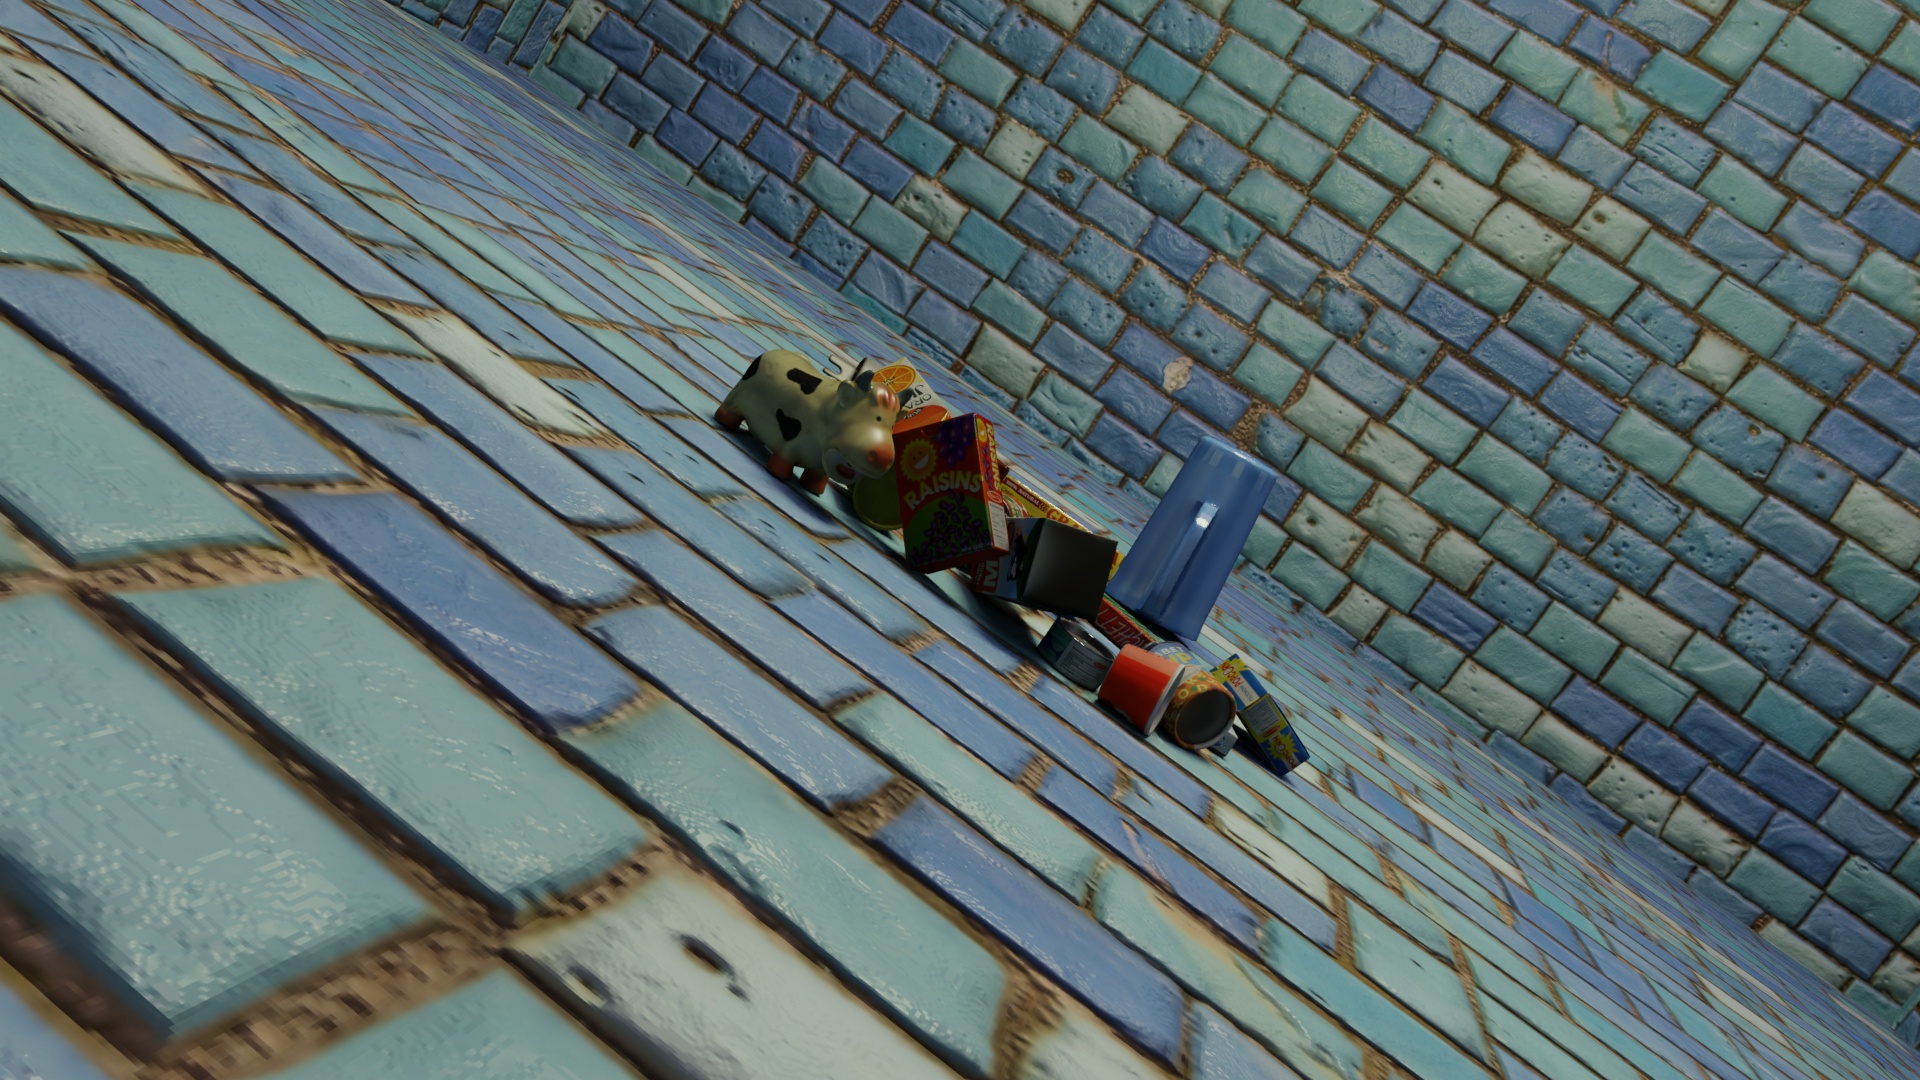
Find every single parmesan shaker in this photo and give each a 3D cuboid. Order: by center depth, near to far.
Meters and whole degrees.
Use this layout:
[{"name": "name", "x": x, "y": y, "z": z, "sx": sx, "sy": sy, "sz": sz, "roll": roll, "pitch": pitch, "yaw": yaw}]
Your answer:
[{"name": "parmesan shaker", "x": -0.072, "y": -0.054, "z": 1.299, "sx": 0.071, "sy": 0.071, "sz": 0.103, "roll": 31, "pitch": 9, "yaw": -19}]

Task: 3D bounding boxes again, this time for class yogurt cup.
[{"name": "yogurt cup", "x": 0.153, "y": 0.124, "z": 1.185, "sx": 0.054, "sy": 0.072, "sz": 0.072, "roll": 28, "pitch": 7, "yaw": 15}]

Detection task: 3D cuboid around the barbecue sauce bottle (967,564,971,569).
[{"name": "barbecue sauce bottle", "x": 0.033, "y": 0.010, "z": 1.351, "sx": 0.148, "sy": 0.064, "sz": 0.044, "roll": 23, "pitch": 24, "yaw": -26}]

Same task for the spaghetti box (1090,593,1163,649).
[{"name": "spaghetti box", "x": 0.174, "y": 0.094, "z": 1.503, "sx": 0.251, "sy": 0.028, "sz": 0.050, "roll": 42, "pitch": 11, "yaw": 38}]

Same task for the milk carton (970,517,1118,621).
[{"name": "milk carton", "x": 0.065, "y": 0.023, "z": 1.237, "sx": 0.072, "sy": 0.073, "sz": 0.190, "roll": 17, "pitch": -4, "yaw": -15}]

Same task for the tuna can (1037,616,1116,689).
[{"name": "tuna can", "x": 0.102, "y": 0.099, "z": 1.226, "sx": 0.071, "sy": 0.032, "sz": 0.071, "roll": 33, "pitch": 9, "yaw": -6}]

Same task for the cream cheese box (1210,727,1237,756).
[{"name": "cream cheese box", "x": 0.231, "y": 0.170, "z": 1.336, "sx": 0.053, "sy": 0.024, "sz": 0.104, "roll": 32, "pitch": 9, "yaw": -4}]

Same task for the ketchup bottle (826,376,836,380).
[{"name": "ketchup bottle", "x": -0.143, "y": -0.155, "z": 1.621, "sx": 0.064, "sy": 0.043, "sz": 0.149, "roll": 37, "pitch": 7, "yaw": -27}]

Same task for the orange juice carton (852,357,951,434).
[{"name": "orange juice carton", "x": -0.053, "y": -0.128, "z": 1.579, "sx": 0.193, "sy": 0.073, "sz": 0.071, "roll": 55, "pitch": -11, "yaw": 52}]

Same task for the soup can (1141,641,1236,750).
[{"name": "soup can", "x": 0.198, "y": 0.138, "z": 1.250, "sx": 0.071, "sy": 0.071, "sz": 0.084, "roll": 29, "pitch": 11, "yaw": -32}]

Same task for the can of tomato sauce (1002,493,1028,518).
[{"name": "can of tomato sauce", "x": 0.034, "y": -0.019, "z": 1.468, "sx": 0.071, "sy": 0.071, "sz": 0.083, "roll": 37, "pitch": 9, "yaw": 13}]

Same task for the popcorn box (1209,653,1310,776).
[{"name": "popcorn box", "x": 0.305, "y": 0.177, "z": 1.423, "sx": 0.085, "sy": 0.038, "sz": 0.127, "roll": 54, "pitch": 5, "yaw": -14}]

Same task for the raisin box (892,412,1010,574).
[{"name": "raisin box", "x": -0.010, "y": -0.040, "z": 1.203, "sx": 0.040, "sy": 0.086, "sz": 0.123, "roll": 20, "pitch": 60, "yaw": -60}]

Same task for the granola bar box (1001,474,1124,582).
[{"name": "granola bar box", "x": 0.110, "y": -0.004, "z": 1.629, "sx": 0.165, "sy": 0.039, "sz": 0.124, "roll": 35, "pitch": -9, "yaw": 6}]

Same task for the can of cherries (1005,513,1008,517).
[{"name": "can of cherries", "x": 0.005, "y": -0.018, "z": 1.397, "sx": 0.071, "sy": 0.058, "sz": 0.071, "roll": 33, "pitch": 10, "yaw": -7}]
